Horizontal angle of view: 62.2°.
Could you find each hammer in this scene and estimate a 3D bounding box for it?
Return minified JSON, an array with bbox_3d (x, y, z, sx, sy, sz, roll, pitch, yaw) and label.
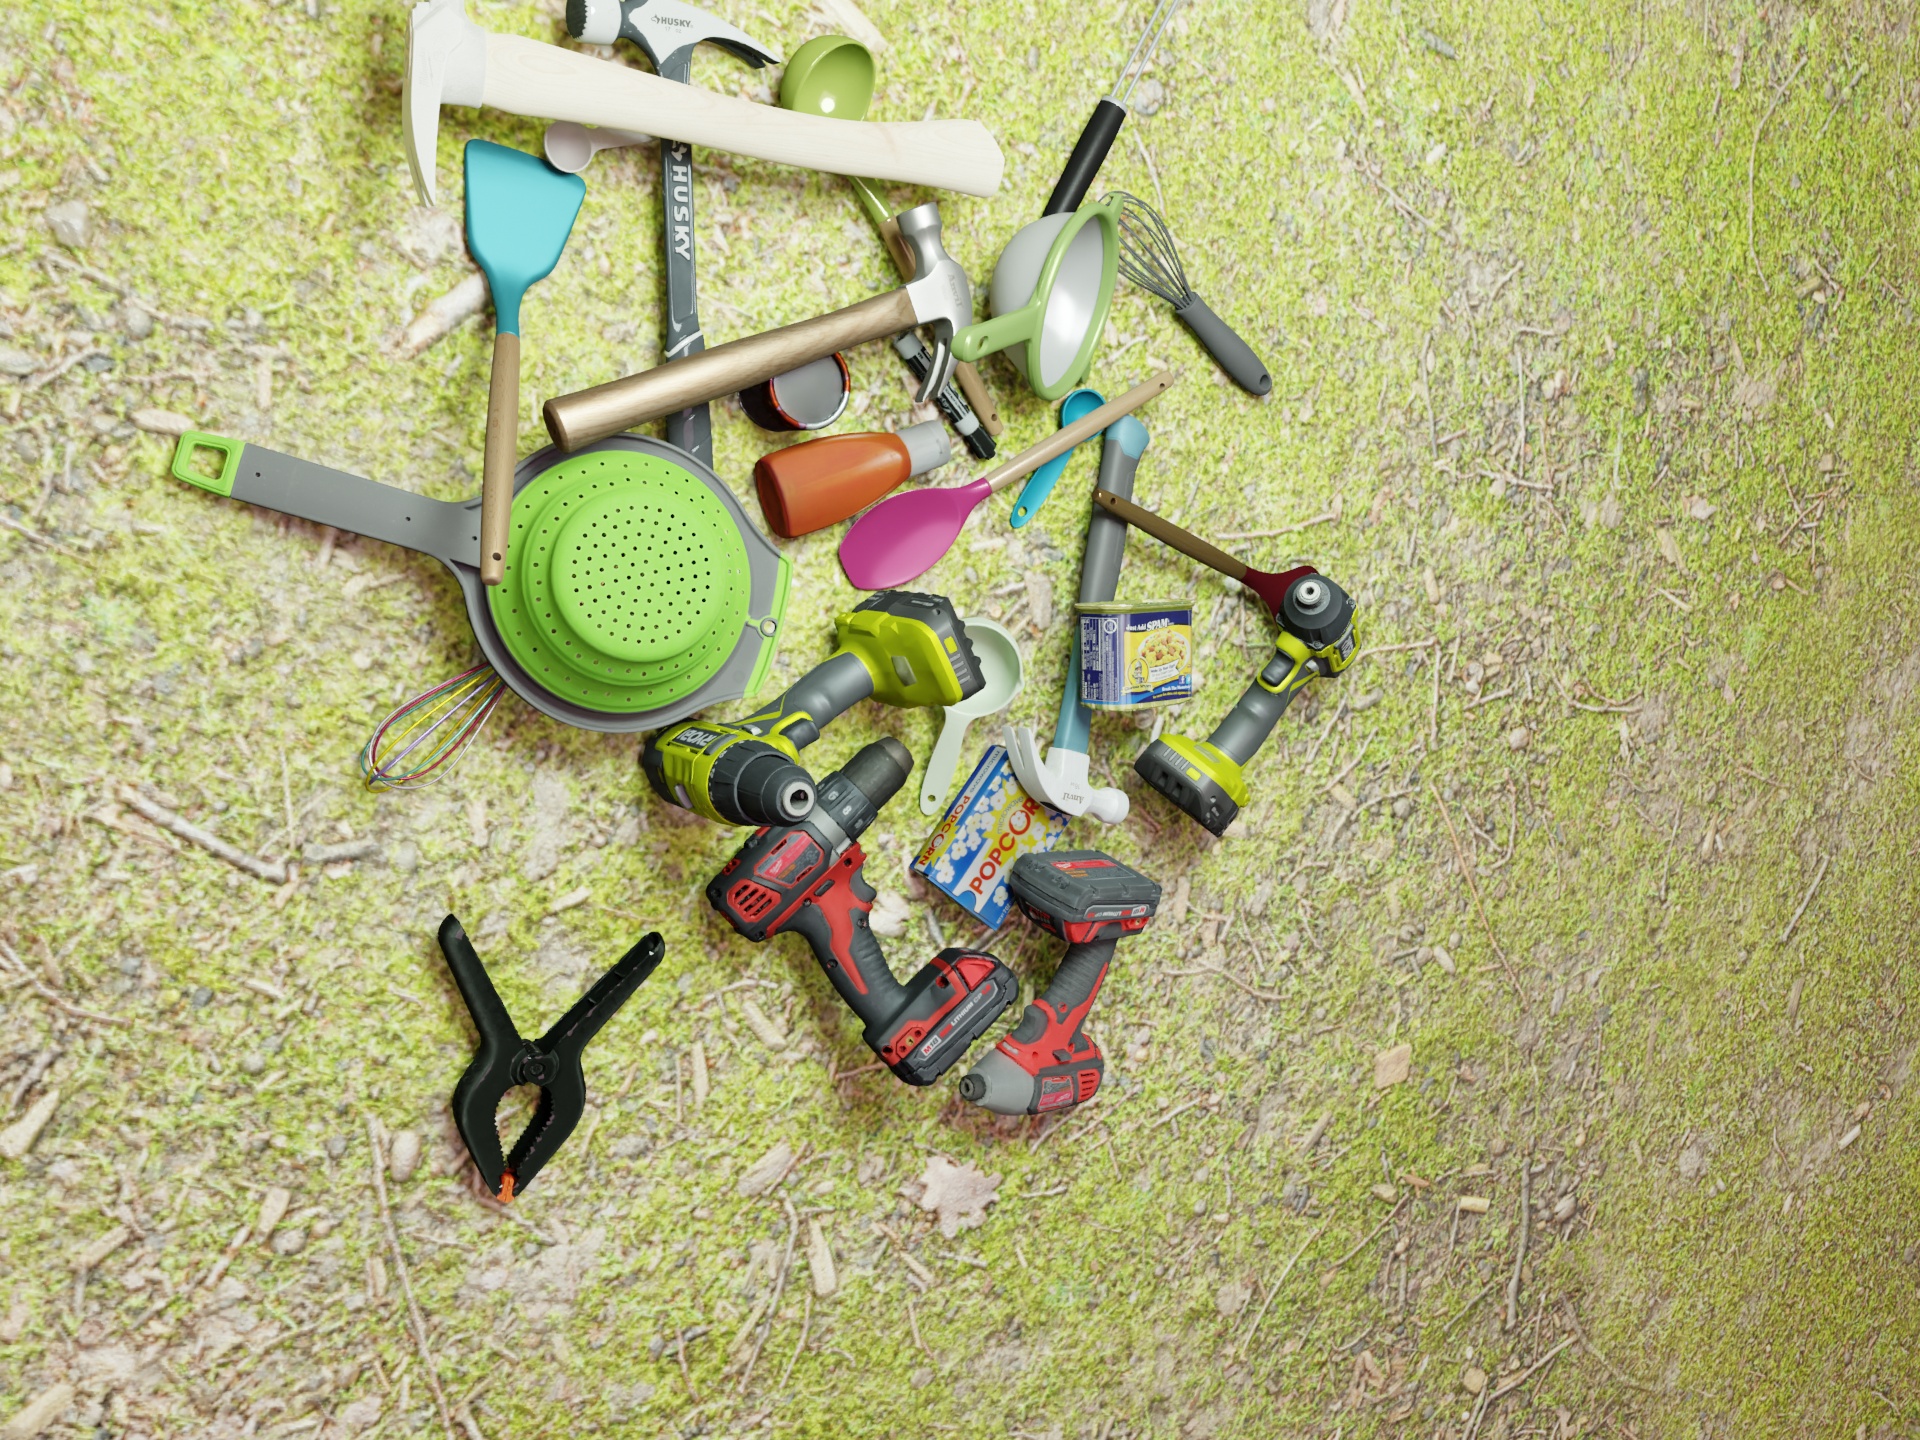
[{"bbox_3d":[0.110,-0.087,1.299,0.128,0.033,0.331,14,83,-38],"label":"hammer"},{"bbox_3d":[-0.155,-0.385,1.053,0.410,0.038,0.146,0,104,-30],"label":"hammer"},{"bbox_3d":[-0.128,-0.248,1.085,0.331,0.031,0.130,-27,105,-28],"label":"hammer"},{"bbox_3d":[-0.190,-0.284,1.108,0.149,0.036,0.409,-10,106,-38],"label":"hammer"}]

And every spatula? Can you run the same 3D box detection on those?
[{"bbox_3d":[-0.286,-0.227,1.005,0.082,0.044,0.318,12,58,-31],"label":"spatula"}]

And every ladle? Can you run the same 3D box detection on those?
[{"bbox_3d":[-0.037,-0.349,1.181,0.078,0.062,0.320,-41,118,-19],"label":"ladle"},{"bbox_3d":[0.222,-0.137,1.355,0.315,0.031,0.069,20,90,-39],"label":"ladle"}]

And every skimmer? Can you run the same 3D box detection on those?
[{"bbox_3d":[0.149,-0.544,1.236,0.127,0.090,0.363,27,86,2],"label":"skimmer"}]

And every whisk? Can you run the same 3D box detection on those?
[{"bbox_3d":[0.189,-0.349,1.321,0.238,0.055,0.055,38,79,-34],"label":"whisk"},{"bbox_3d":[-0.310,-0.037,1.087,0.245,0.051,0.047,-45,138,-21],"label":"whisk"}]

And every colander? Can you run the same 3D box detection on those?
[{"bbox_3d":[-0.290,-0.113,1.014,0.396,0.094,0.204,16,85,-21],"label":"colander"}]

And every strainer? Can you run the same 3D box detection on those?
[{"bbox_3d":[0.038,-0.306,1.177,0.256,0.069,0.151,-39,145,-53],"label":"strainer"}]

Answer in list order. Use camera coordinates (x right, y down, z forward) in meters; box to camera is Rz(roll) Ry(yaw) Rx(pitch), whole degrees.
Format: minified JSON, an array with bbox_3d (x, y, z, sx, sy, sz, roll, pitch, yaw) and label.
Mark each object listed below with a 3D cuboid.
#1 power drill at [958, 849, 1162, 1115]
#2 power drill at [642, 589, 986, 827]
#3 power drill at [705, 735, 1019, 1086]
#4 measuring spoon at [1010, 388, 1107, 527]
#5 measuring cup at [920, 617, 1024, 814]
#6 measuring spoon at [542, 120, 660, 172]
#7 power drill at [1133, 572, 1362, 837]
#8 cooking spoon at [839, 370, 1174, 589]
[{"bbox_3d":[0.075,0.222,1.307,0.143,0.079,0.219,2,109,-43],"label":"power drill"},{"bbox_3d":[-0.096,-0.002,1.129,0.228,0.191,0.080,-35,114,-25],"label":"power drill"},{"bbox_3d":[-0.056,0.143,1.211,0.188,0.080,0.226,-44,98,-12],"label":"power drill"},{"bbox_3d":[0.074,-0.213,1.294,0.042,0.021,0.128,33,91,-30],"label":"measuring spoon"},{"bbox_3d":[-0.002,-0.004,1.270,0.083,0.038,0.167,17,110,-3],"label":"measuring cup"},{"bbox_3d":[-0.230,-0.401,1.086,0.124,0.018,0.034,-28,115,-31],"label":"measuring spoon"},{"bbox_3d":[0.248,-0.019,1.333,0.223,0.080,0.171,-52,158,0],"label":"power drill"},{"bbox_3d":[0.041,-0.198,1.257,0.319,0.017,0.068,-32,119,-15],"label":"cooking spoon"}]
